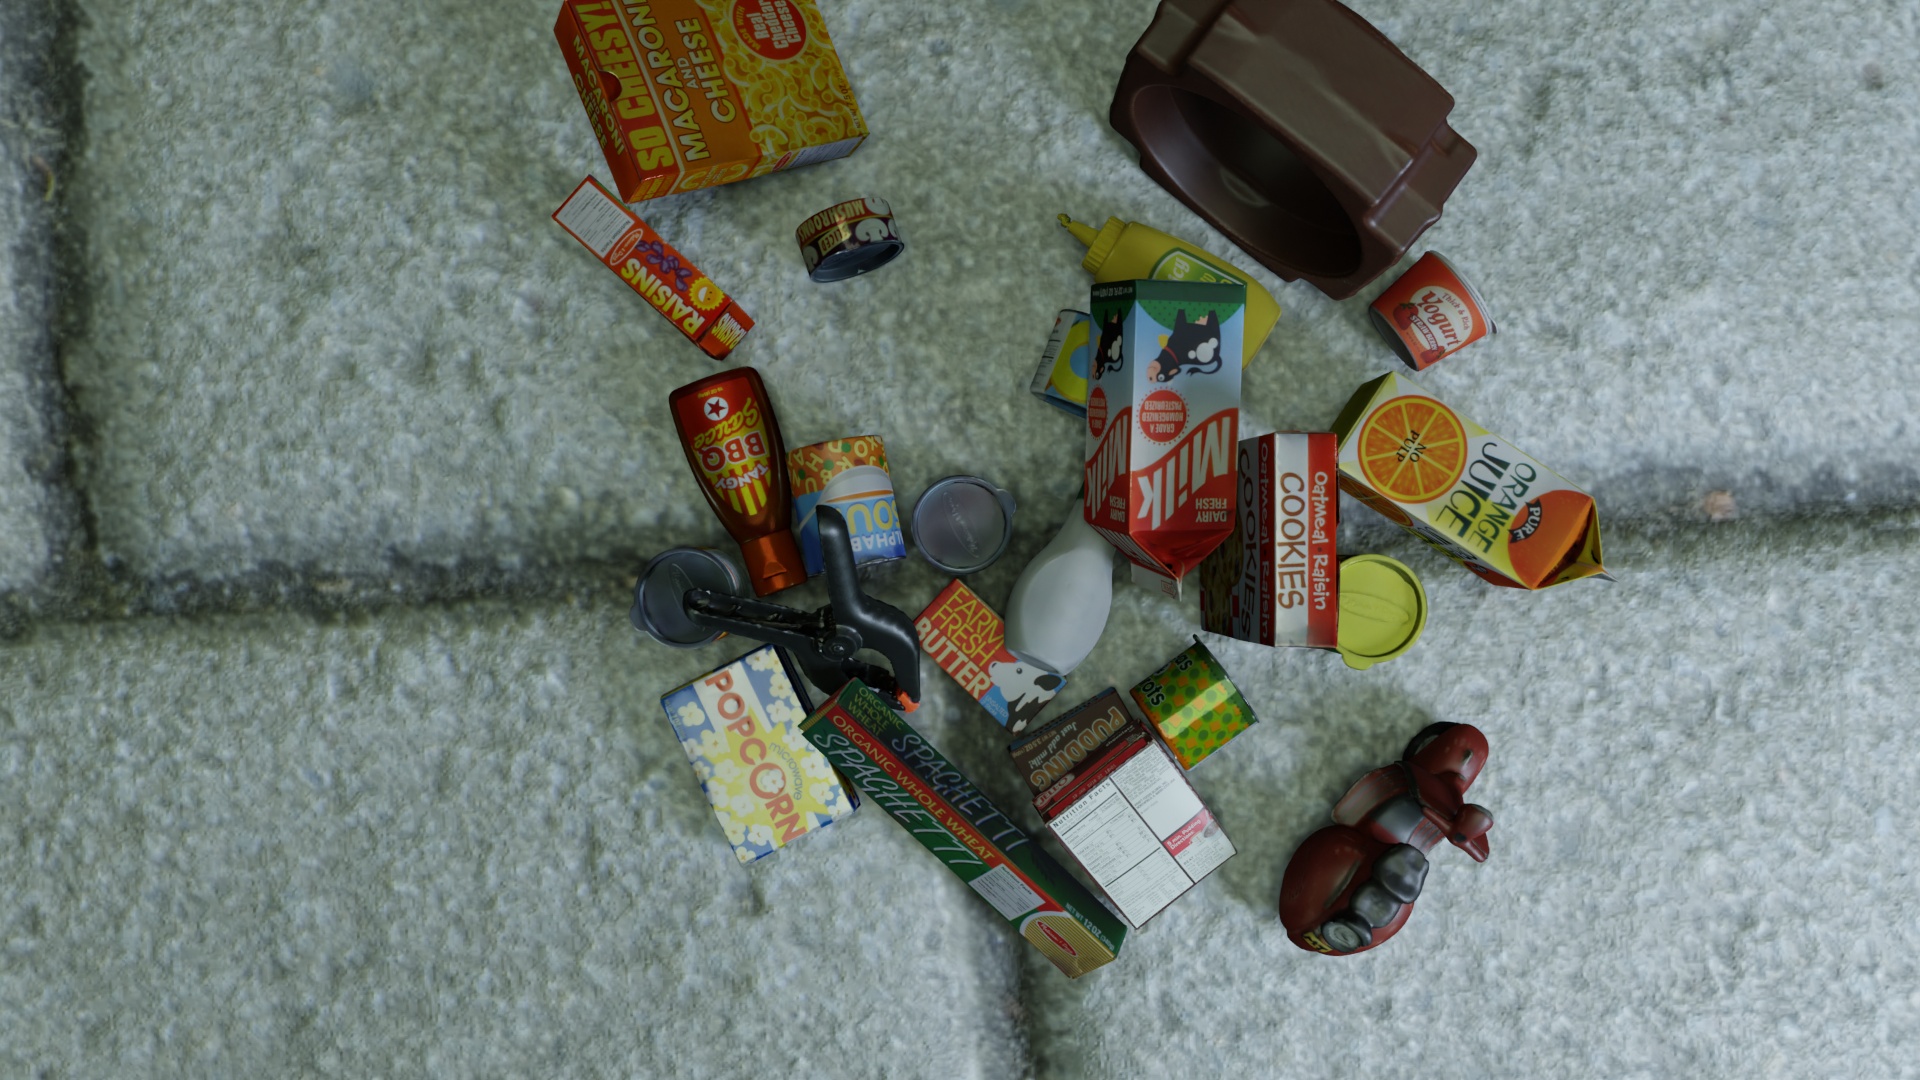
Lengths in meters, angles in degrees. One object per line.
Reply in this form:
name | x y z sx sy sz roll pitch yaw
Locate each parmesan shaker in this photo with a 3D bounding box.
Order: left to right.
parmesan shaker | 0.248 0.044 0.887 0.071 0.103 0.071 0 89 1

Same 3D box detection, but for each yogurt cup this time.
yogurt cup | 0.306 -0.148 0.910 0.054 0.072 0.072 -37 89 9

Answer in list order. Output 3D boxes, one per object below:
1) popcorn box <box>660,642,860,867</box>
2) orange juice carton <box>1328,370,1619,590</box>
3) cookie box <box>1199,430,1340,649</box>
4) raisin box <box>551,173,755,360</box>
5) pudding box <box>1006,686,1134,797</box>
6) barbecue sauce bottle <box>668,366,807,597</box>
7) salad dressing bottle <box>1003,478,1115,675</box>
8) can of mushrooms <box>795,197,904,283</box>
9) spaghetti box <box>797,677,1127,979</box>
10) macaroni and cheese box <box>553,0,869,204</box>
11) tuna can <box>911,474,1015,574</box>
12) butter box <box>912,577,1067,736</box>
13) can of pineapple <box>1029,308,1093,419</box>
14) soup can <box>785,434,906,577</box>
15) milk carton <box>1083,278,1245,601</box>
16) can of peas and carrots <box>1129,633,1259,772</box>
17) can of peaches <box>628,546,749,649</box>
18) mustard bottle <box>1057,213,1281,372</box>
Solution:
popcorn box | -0.133 0.140 0.924 0.085 0.038 0.126 -26 89 0
orange juice carton | 0.332 -0.027 0.903 0.193 0.072 0.073 33 91 2
cookie box | 0.187 0.000 0.855 0.040 0.167 0.123 0 90 -5
raisin box | -0.198 -0.175 0.906 0.123 0.086 0.040 41 89 1
pudding box | 0.079 0.140 0.925 0.084 0.030 0.049 -30 90 1
barbecue sauce bottle | -0.142 -0.037 0.925 0.065 0.043 0.148 -19 89 -1
salad dressing bottle | 0.078 0.013 0.909 0.064 0.044 0.148 27 77 -11
can of mushrooms | -0.074 -0.197 0.912 0.071 0.071 0.033 -19 88 1
spaghetti box | 0.002 0.187 0.900 0.250 0.029 0.050 43 132 -6
macaroni and cheese box | -0.157 -0.295 0.892 0.167 0.040 0.123 -22 88 -30
tuna can | 0.003 -0.012 0.927 0.071 0.033 0.071 0 89 1
butter box | 0.017 0.077 0.930 0.103 0.024 0.053 43 89 1
can of pineapple | 0.087 -0.112 0.911 0.071 0.071 0.058 22 91 1
soup can | -0.074 -0.023 0.909 0.071 0.071 0.083 -11 89 1
milk carton | 0.123 -0.062 0.855 0.073 0.072 0.190 -1 98 -17
can of peas and carrots | 0.150 0.106 0.906 0.059 0.071 0.071 -36 89 1
can of peaches | -0.178 0.038 0.917 0.071 0.058 0.071 0 90 1
mustard bottle | 0.131 -0.172 0.919 0.160 0.049 0.065 31 88 1
